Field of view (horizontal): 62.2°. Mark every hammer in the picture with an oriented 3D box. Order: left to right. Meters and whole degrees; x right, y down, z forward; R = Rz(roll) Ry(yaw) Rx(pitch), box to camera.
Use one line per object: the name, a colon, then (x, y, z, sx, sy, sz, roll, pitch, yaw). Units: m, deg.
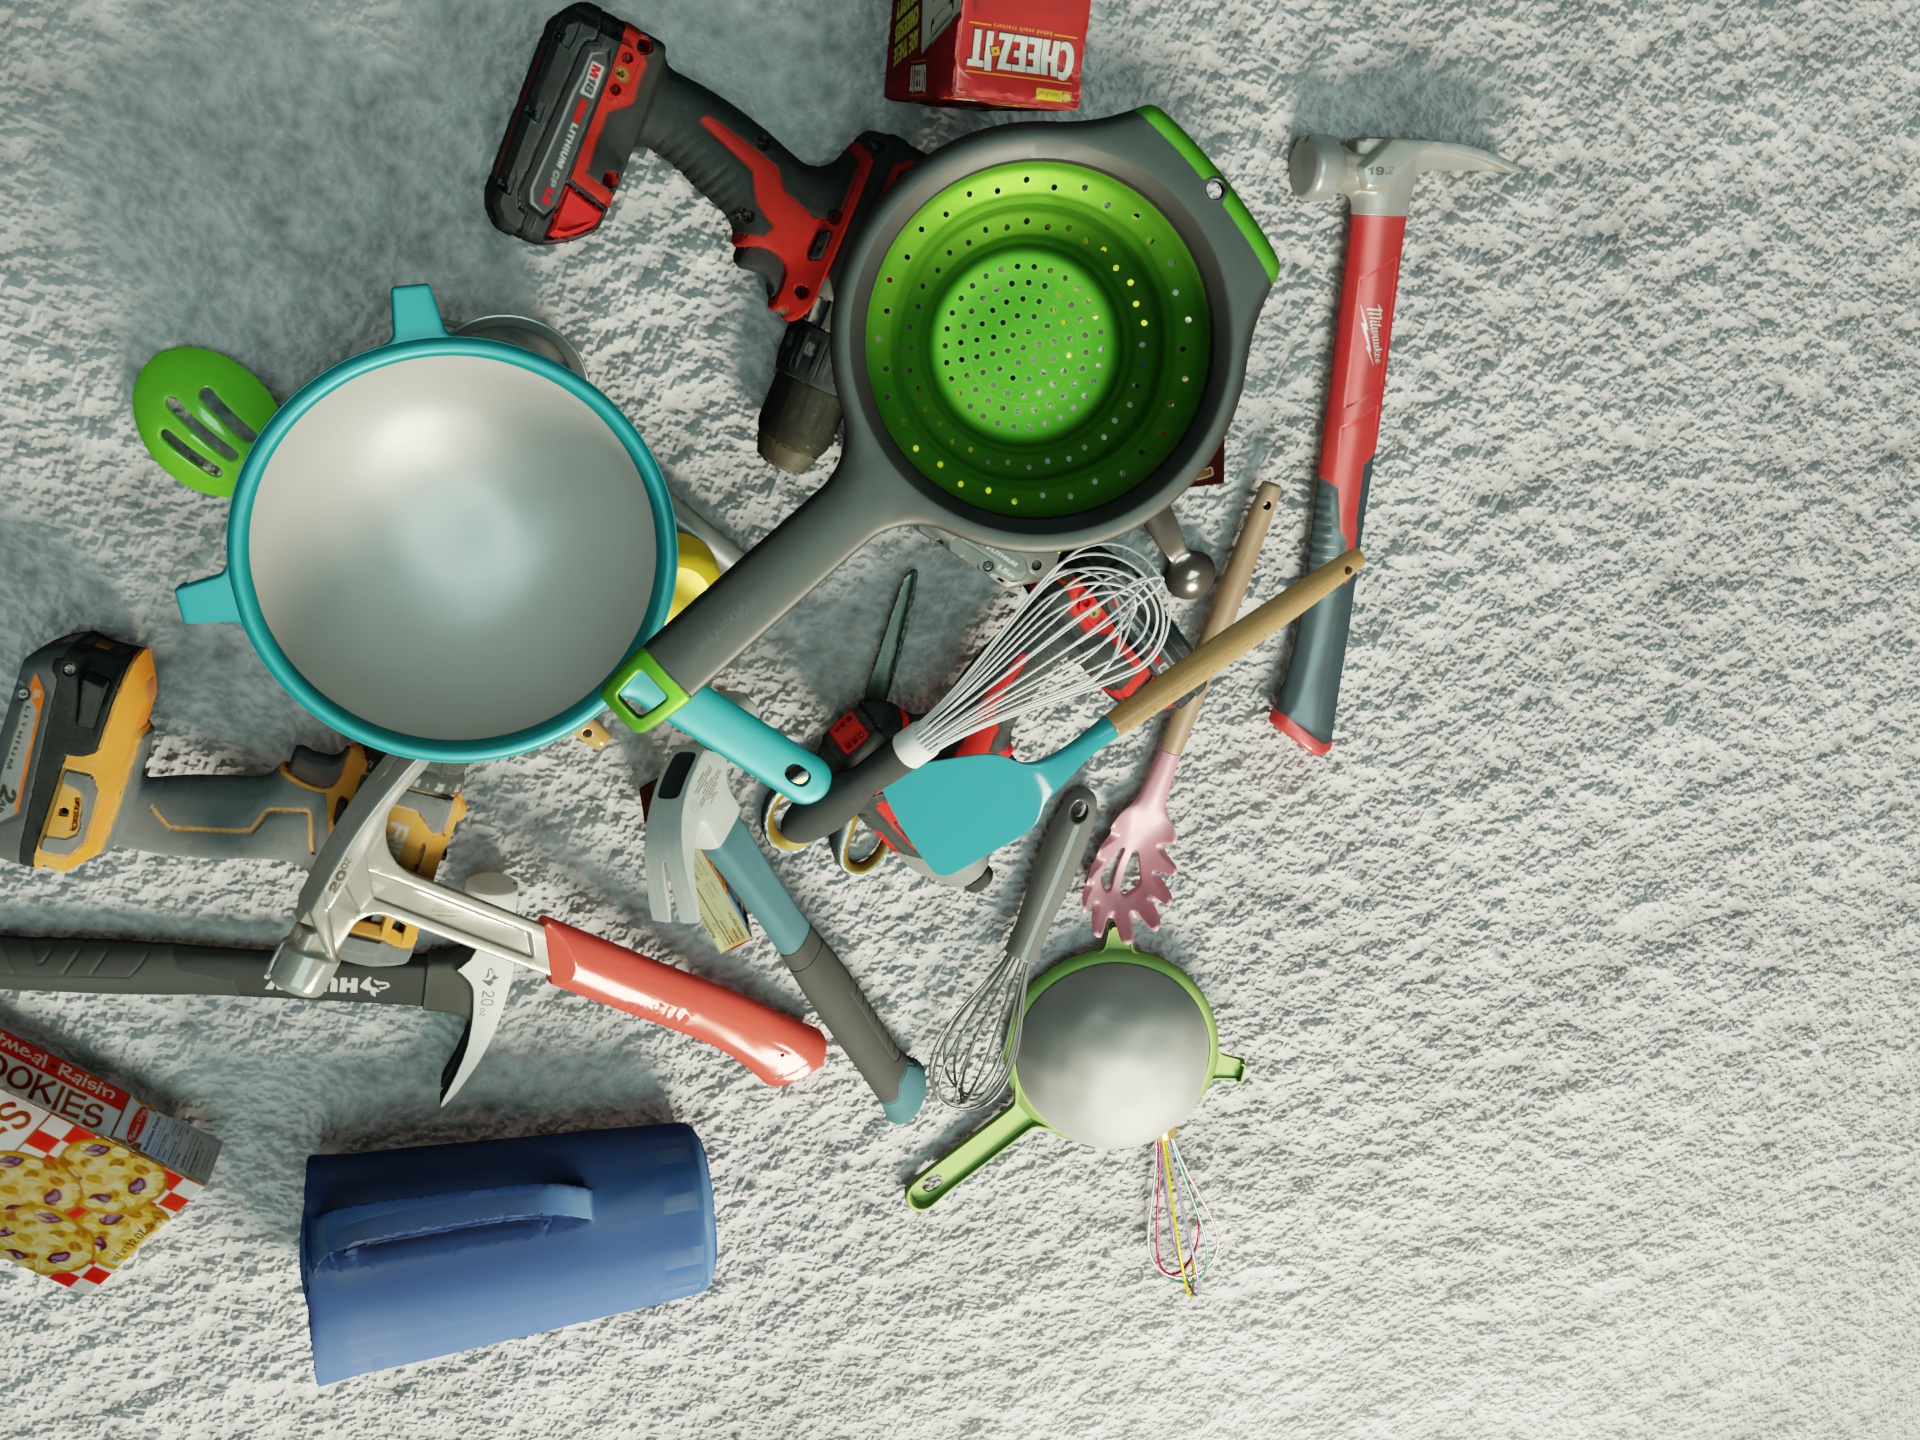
hammer: (-0.435, 0.150, 0.925, 0.334, 0.035, 0.146, 6, 108, -18)
hammer: (-0.208, 0.138, 0.933, 0.358, 0.037, 0.149, 32, 86, -41)
hammer: (-0.096, 0.142, 0.985, 0.033, 0.128, 0.330, -1, 134, 31)
hammer: (0.258, -0.163, 1.007, 0.143, 0.038, 0.386, -4, 112, -17)

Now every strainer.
strainer: (-0.211, -0.059, 0.842, 0.340, 0.095, 0.211, 35, 91, -28)
strainer: (-0.196, -0.143, 0.879, 0.087, 0.050, 0.258, -40, 123, 17)
strainer: (0.065, 0.268, 1.087, 0.256, 0.069, 0.151, -38, 103, 6)

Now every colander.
colander: (-0.025, -0.138, 0.818, 0.397, 0.094, 0.204, -41, 101, 5)

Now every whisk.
whisk: (-0.001, -0.002, 0.864, 0.284, 0.070, 0.070, -35, 120, 30)
whisk: (0.038, 0.154, 1.060, 0.055, 0.055, 0.239, 19, 97, -22)
whisk: (0.151, 0.319, 1.166, 0.047, 0.051, 0.244, -31, 117, -43)

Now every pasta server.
pasta server: (0.147, -0.002, 1.031, 0.060, 0.040, 0.316, 15, 107, -11)

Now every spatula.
spatula: (0.105, -0.016, 0.939, 0.317, 0.044, 0.082, -33, 115, -7)

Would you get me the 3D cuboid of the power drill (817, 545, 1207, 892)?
power drill: (0.034, 0.002, 0.976, 0.219, 0.079, 0.143, -40, 116, -2)

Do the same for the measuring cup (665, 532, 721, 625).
measuring cup: (-0.199, -0.043, 0.898, 0.156, 0.029, 0.062, -41, 126, 4)

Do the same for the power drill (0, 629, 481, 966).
power drill: (-0.379, 0.019, 0.855, 0.226, 0.084, 0.185, 19, 96, -19)

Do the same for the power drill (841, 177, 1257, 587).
power drill: (0.049, -0.195, 0.899, 0.171, 0.080, 0.223, 31, 98, -12)

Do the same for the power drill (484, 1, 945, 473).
power drill: (-0.131, -0.249, 0.839, 0.226, 0.080, 0.188, 19, 105, -25)

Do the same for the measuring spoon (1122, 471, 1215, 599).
measuring spoon: (0.128, -0.113, 0.976, 0.034, 0.018, 0.124, -31, 136, 8)

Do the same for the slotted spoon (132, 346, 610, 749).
slotted spoon: (-0.313, -0.082, 0.875, 0.070, 0.031, 0.313, -43, 118, 8)
